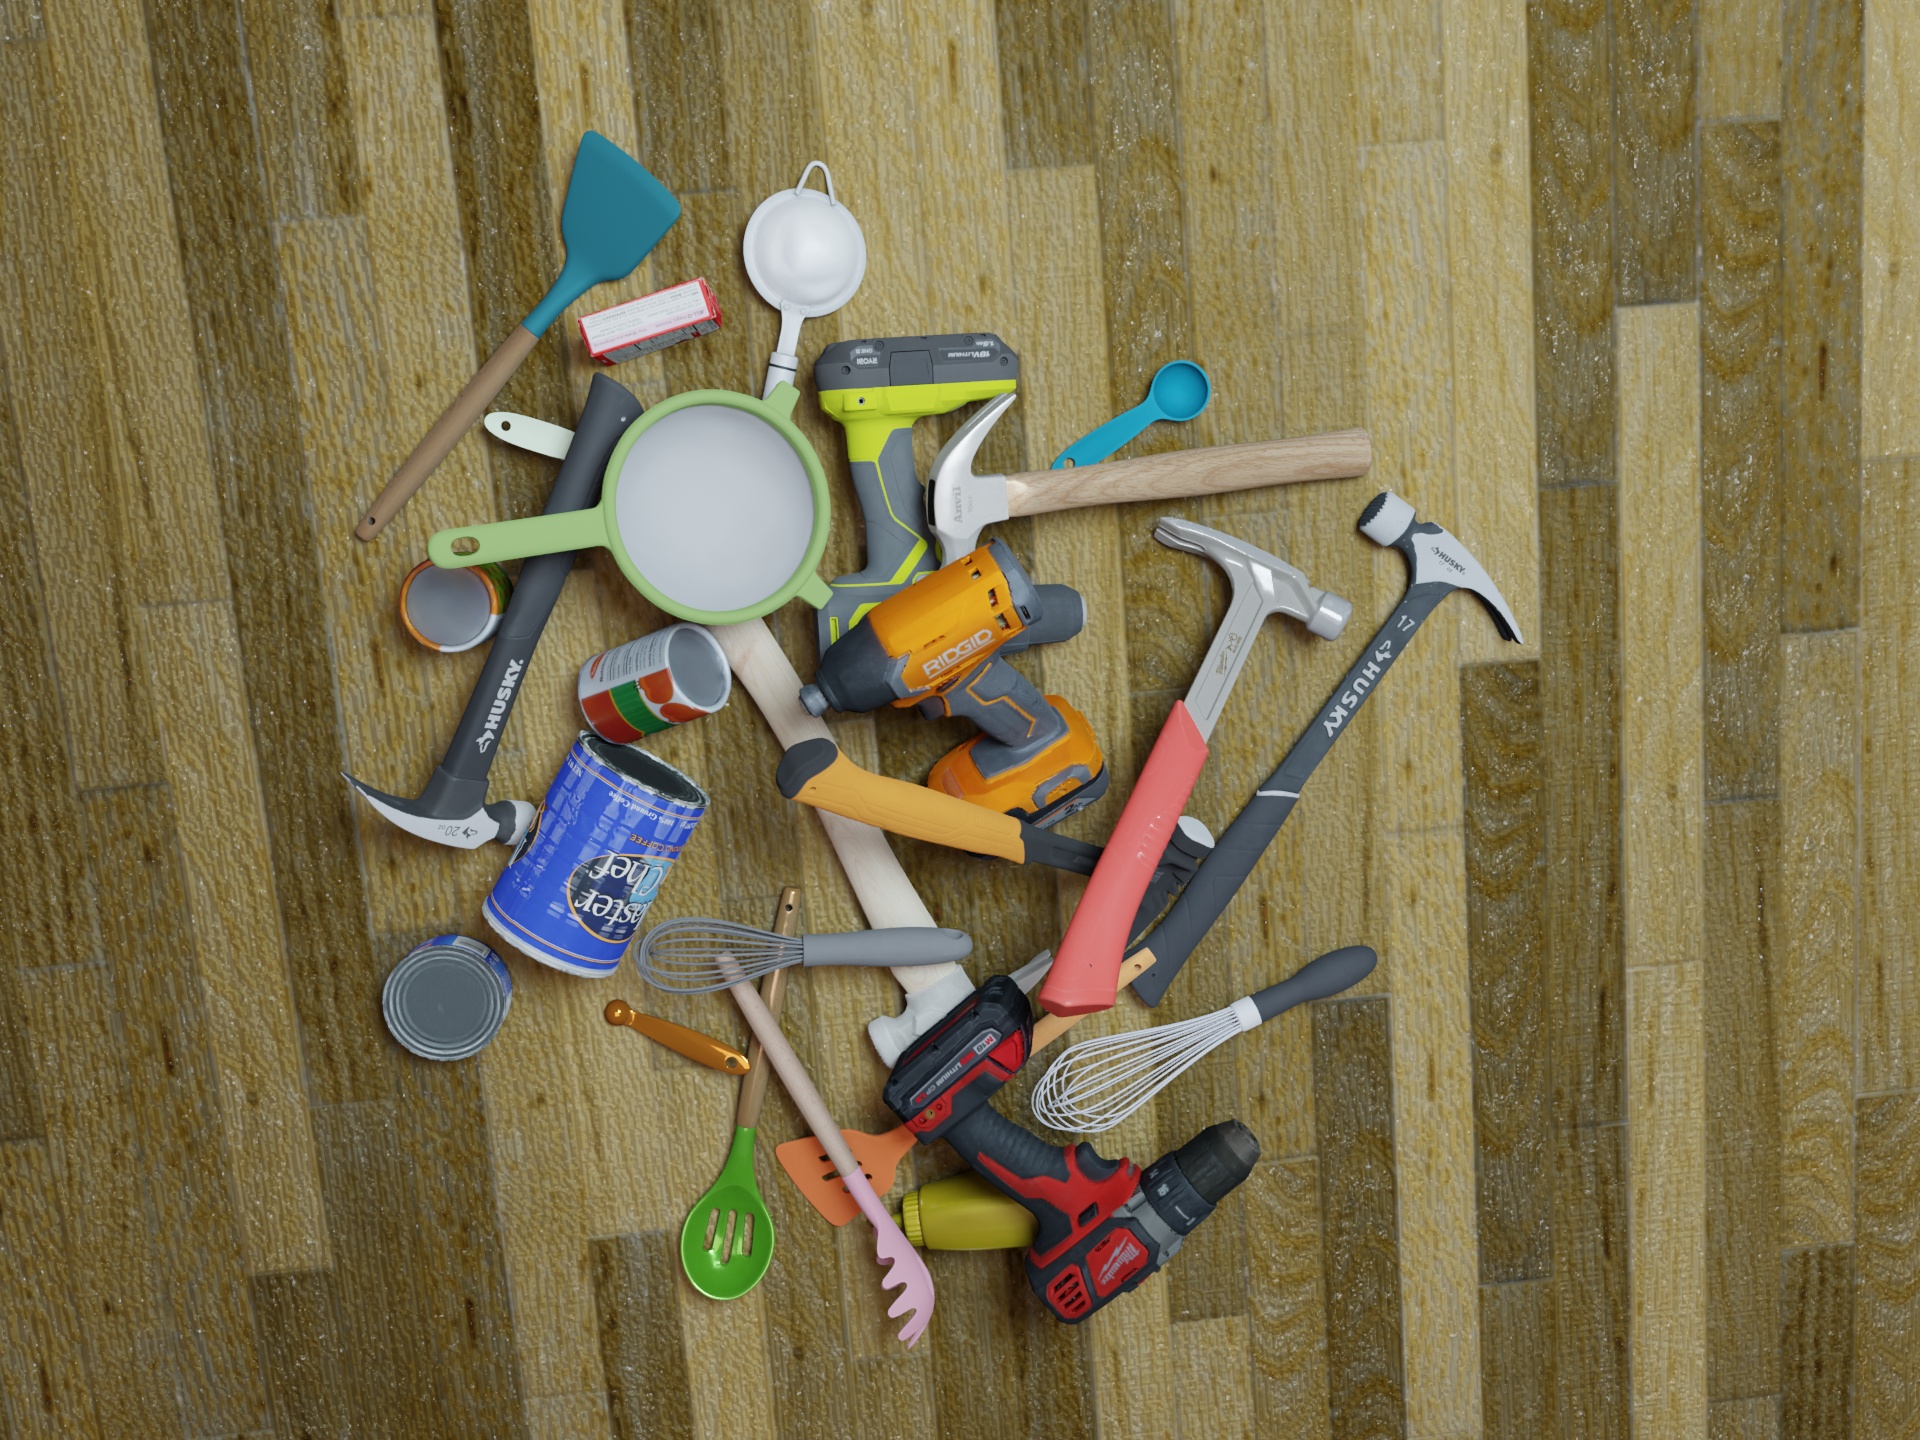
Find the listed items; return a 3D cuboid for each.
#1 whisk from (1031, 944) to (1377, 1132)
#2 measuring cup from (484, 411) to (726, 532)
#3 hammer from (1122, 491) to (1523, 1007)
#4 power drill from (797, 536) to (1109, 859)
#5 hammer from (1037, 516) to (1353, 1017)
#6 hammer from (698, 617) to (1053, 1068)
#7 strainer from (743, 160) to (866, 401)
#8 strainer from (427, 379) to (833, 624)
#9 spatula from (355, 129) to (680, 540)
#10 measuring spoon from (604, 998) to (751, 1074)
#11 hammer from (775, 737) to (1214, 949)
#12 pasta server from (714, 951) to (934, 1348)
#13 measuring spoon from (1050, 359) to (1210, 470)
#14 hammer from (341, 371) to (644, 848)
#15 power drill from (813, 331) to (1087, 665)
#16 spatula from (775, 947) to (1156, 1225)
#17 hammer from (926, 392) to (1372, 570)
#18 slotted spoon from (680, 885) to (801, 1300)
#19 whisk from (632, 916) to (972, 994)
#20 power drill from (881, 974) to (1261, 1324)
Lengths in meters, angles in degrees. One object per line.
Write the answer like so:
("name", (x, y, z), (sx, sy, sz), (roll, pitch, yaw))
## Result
("whisk", (0.183, 0.232, 1.188), (0.284, 0.070, 0.070), (-24, 100, -6))
("measuring cup", (-0.242, -0.181, 1.096), (0.167, 0.038, 0.083), (17, 97, -5))
("hammer", (0.250, 0.040, 1.171), (0.149, 0.036, 0.409), (34, 95, -10))
("power drill", (-0.002, -0.003, 1.063), (0.164, 0.084, 0.226), (-30, 138, 0))
("hammer", (0.132, 0.031, 1.066), (0.149, 0.036, 0.359), (26, 68, 6))
("hammer", (-0.084, 0.045, 1.144), (0.146, 0.038, 0.410), (-28, 100, -1))
("strainer", (-0.118, -0.255, 1.095), (0.086, 0.050, 0.258), (9, 102, -21))
("strainer", (-0.214, -0.128, 1.030), (0.256, 0.069, 0.151), (-12, 98, -21))
("spatula", (-0.312, -0.247, 1.076), (0.082, 0.044, 0.317), (40, 95, -2))
("measuring spoon", (-0.208, 0.233, 1.164), (0.117, 0.011, 0.021), (22, 96, 4))
("hammer", (0.018, 0.081, 1.068), (0.336, 0.034, 0.127), (20, 117, -35))
("pasta server", (-0.100, 0.308, 1.153), (0.040, 0.060, 0.316), (-30, 93, -7))
("measuring spoon", (0.119, -0.211, 1.134), (0.128, 0.021, 0.042), (-32, 99, 10))
("hammer", (-0.292, -0.071, 1.057), (0.035, 0.146, 0.334), (30, 100, 35))
("power drill", (-0.011, -0.148, 1.101), (0.190, 0.080, 0.228), (-5, 101, -8))
("spatula", (0.009, 0.264, 1.177), (0.322, 0.041, 0.081), (-36, 98, 3))
("hammer", (0.135, -0.169, 1.090), (0.331, 0.031, 0.130), (-10, 106, -18))
("slotted spoon", (-0.152, 0.275, 1.178), (0.070, 0.031, 0.314), (11, 96, -4))
("whisk", (-0.108, 0.162, 1.115), (0.239, 0.055, 0.055), (-1, 99, -10))
("power drill", (0.077, 0.285, 1.107), (0.188, 0.080, 0.226), (-41, 90, 9))
